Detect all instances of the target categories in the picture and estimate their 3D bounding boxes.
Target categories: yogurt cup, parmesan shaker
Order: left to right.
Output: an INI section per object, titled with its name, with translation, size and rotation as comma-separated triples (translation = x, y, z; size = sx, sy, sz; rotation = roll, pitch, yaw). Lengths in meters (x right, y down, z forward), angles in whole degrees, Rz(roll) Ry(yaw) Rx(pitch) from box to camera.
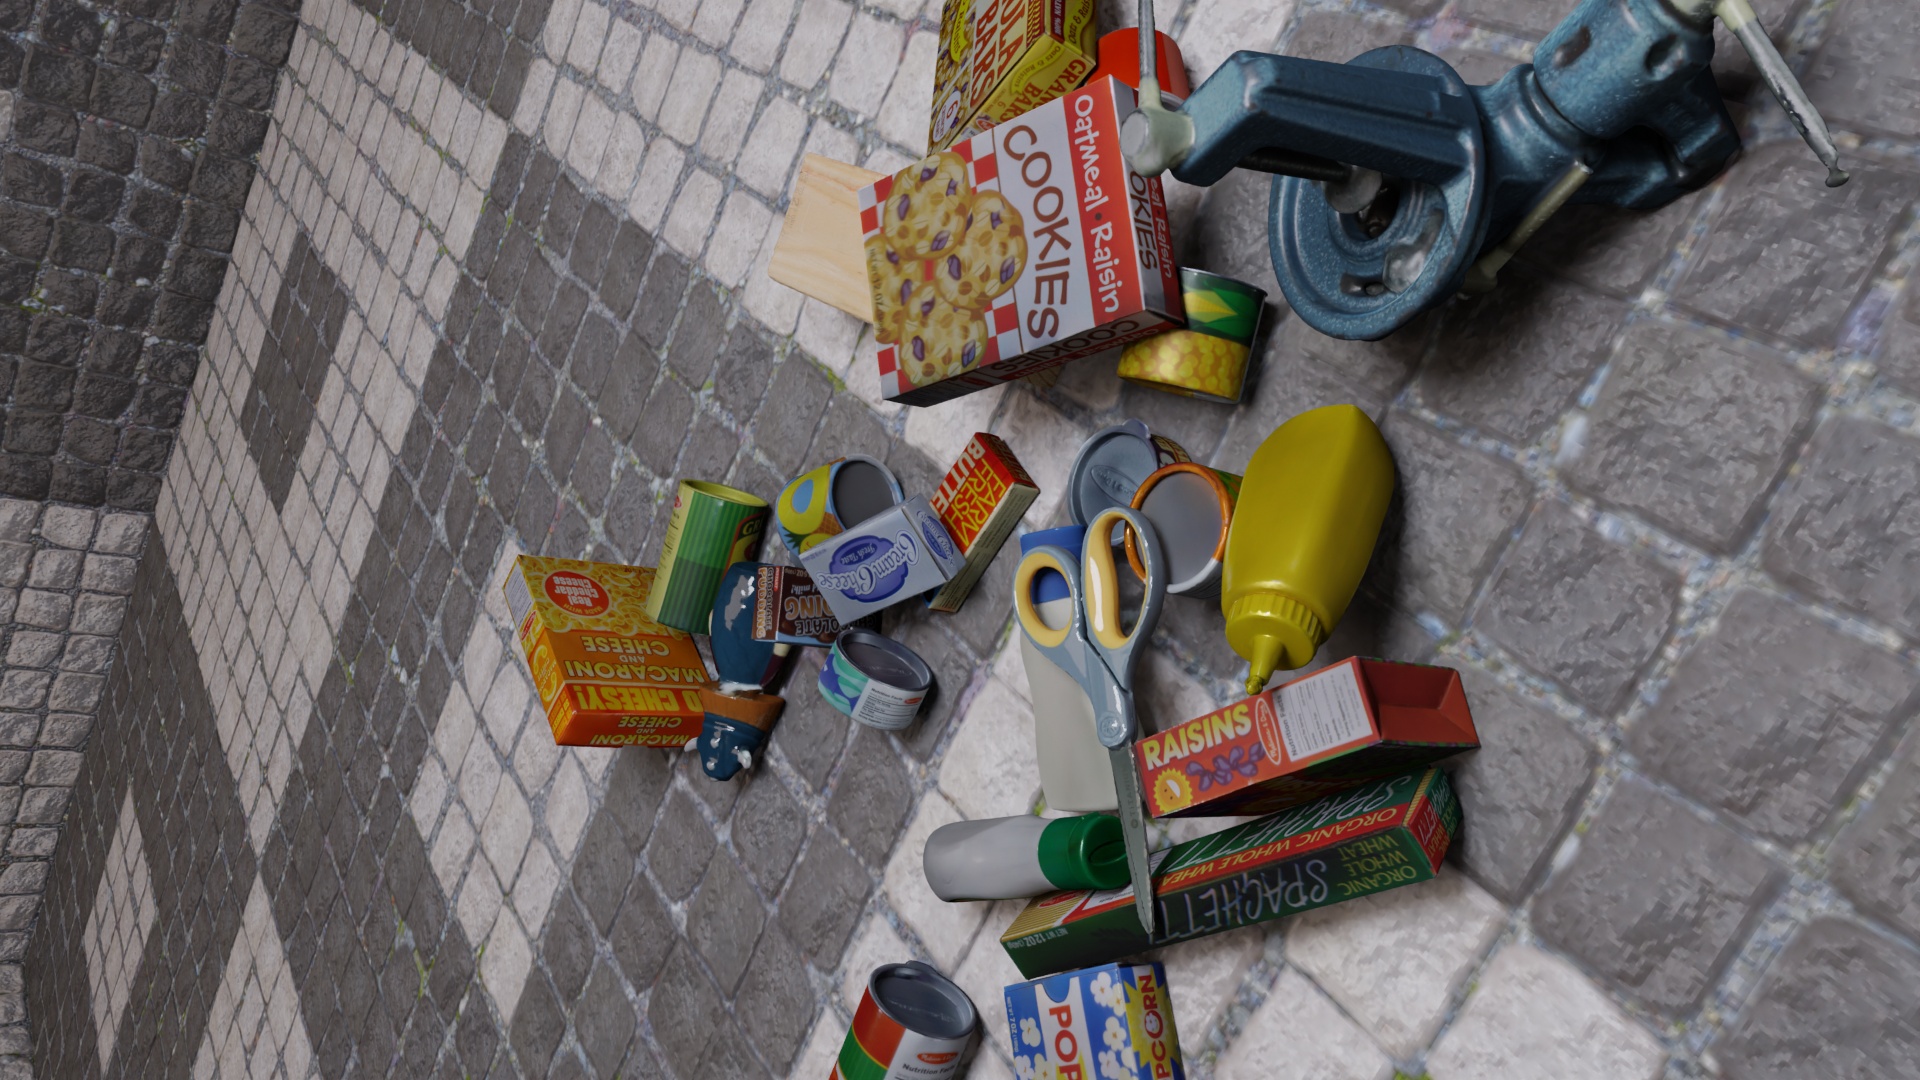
[parmesan shaker]
translation = -0.189, 0.012, 1.033
size = 0.071, 0.071, 0.103
rotation = 24, 101, 48
[yogurt cup]
translation = 0.097, -0.247, 0.774
size = 0.072, 0.072, 0.054
rotation = -23, 58, 43

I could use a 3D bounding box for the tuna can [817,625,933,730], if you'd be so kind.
[tuna can]
translation = -0.054, 0.085, 0.865
size = 0.071, 0.071, 0.032
rotation = 44, 115, 43

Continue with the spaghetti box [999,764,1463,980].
[spaghetti box]
translation = 0.120, 0.163, 0.662
size = 0.249, 0.050, 0.028
rotation = -30, 95, 40

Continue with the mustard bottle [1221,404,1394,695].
[mustard bottle]
translation = 0.148, 0.008, 0.616
size = 0.065, 0.048, 0.161
rotation = -20, 34, 45

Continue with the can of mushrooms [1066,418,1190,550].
[can of mushrooms]
translation = 0.093, -0.029, 0.751
size = 0.071, 0.033, 0.071
rotation = -13, 72, 47

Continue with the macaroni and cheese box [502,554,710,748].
[macaroni and cheese box]
translation = -0.264, 0.084, 1.055
size = 0.040, 0.124, 0.167
rotation = -57, 46, 27

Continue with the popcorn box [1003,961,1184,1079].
[popcorn box]
translation = 0.072, 0.284, 0.702
size = 0.085, 0.038, 0.127
rotation = -29, 61, 42

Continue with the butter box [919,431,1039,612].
[butter box]
translation = 0.003, -0.011, 0.854
size = 0.103, 0.024, 0.053
rotation = -56, 47, 24

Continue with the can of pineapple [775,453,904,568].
[can of pineapple]
translation = -0.079, -0.017, 0.915
size = 0.057, 0.071, 0.071
rotation = -20, 68, 44

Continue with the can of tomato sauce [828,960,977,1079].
[can of tomato sauce]
translation = -0.037, 0.297, 0.799
size = 0.071, 0.071, 0.083
rotation = 35, 108, 46

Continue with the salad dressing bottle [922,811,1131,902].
[salad dressing bottle]
translation = 0.035, 0.168, 0.737
size = 0.147, 0.064, 0.044
rotation = -23, 78, 56

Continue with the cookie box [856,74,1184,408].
[cookie box]
translation = 0.027, -0.150, 0.722
size = 0.167, 0.040, 0.123
rotation = -14, 78, 36

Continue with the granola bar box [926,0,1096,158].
[granola bar box]
translation = 0.030, -0.305, 0.832
size = 0.123, 0.039, 0.166
rotation = -39, 38, 46

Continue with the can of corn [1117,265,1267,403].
[can of corn]
translation = 0.116, -0.106, 0.715
size = 0.071, 0.071, 0.058
rotation = 17, 96, 48

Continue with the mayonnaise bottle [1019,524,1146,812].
[mayonnaise bottle]
translation = 0.062, 0.067, 0.736
size = 0.064, 0.041, 0.148
rotation = -14, 85, 50

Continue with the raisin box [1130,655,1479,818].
[raisin box]
translation = 0.152, 0.090, 0.620
size = 0.123, 0.086, 0.040
rotation = -31, 62, 40

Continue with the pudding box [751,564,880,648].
[pudding box]
translation = -0.092, 0.045, 0.903
size = 0.030, 0.084, 0.049
rotation = -2, 80, 48

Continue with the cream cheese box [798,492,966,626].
[cream cheese box]
translation = -0.049, 0.013, 0.850
size = 0.103, 0.024, 0.053
rotation = -24, 102, 41

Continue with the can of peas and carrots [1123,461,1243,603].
[can of peas and carrots]
translation = 0.124, -0.005, 0.693
size = 0.071, 0.059, 0.071
rotation = -13, 72, 46
